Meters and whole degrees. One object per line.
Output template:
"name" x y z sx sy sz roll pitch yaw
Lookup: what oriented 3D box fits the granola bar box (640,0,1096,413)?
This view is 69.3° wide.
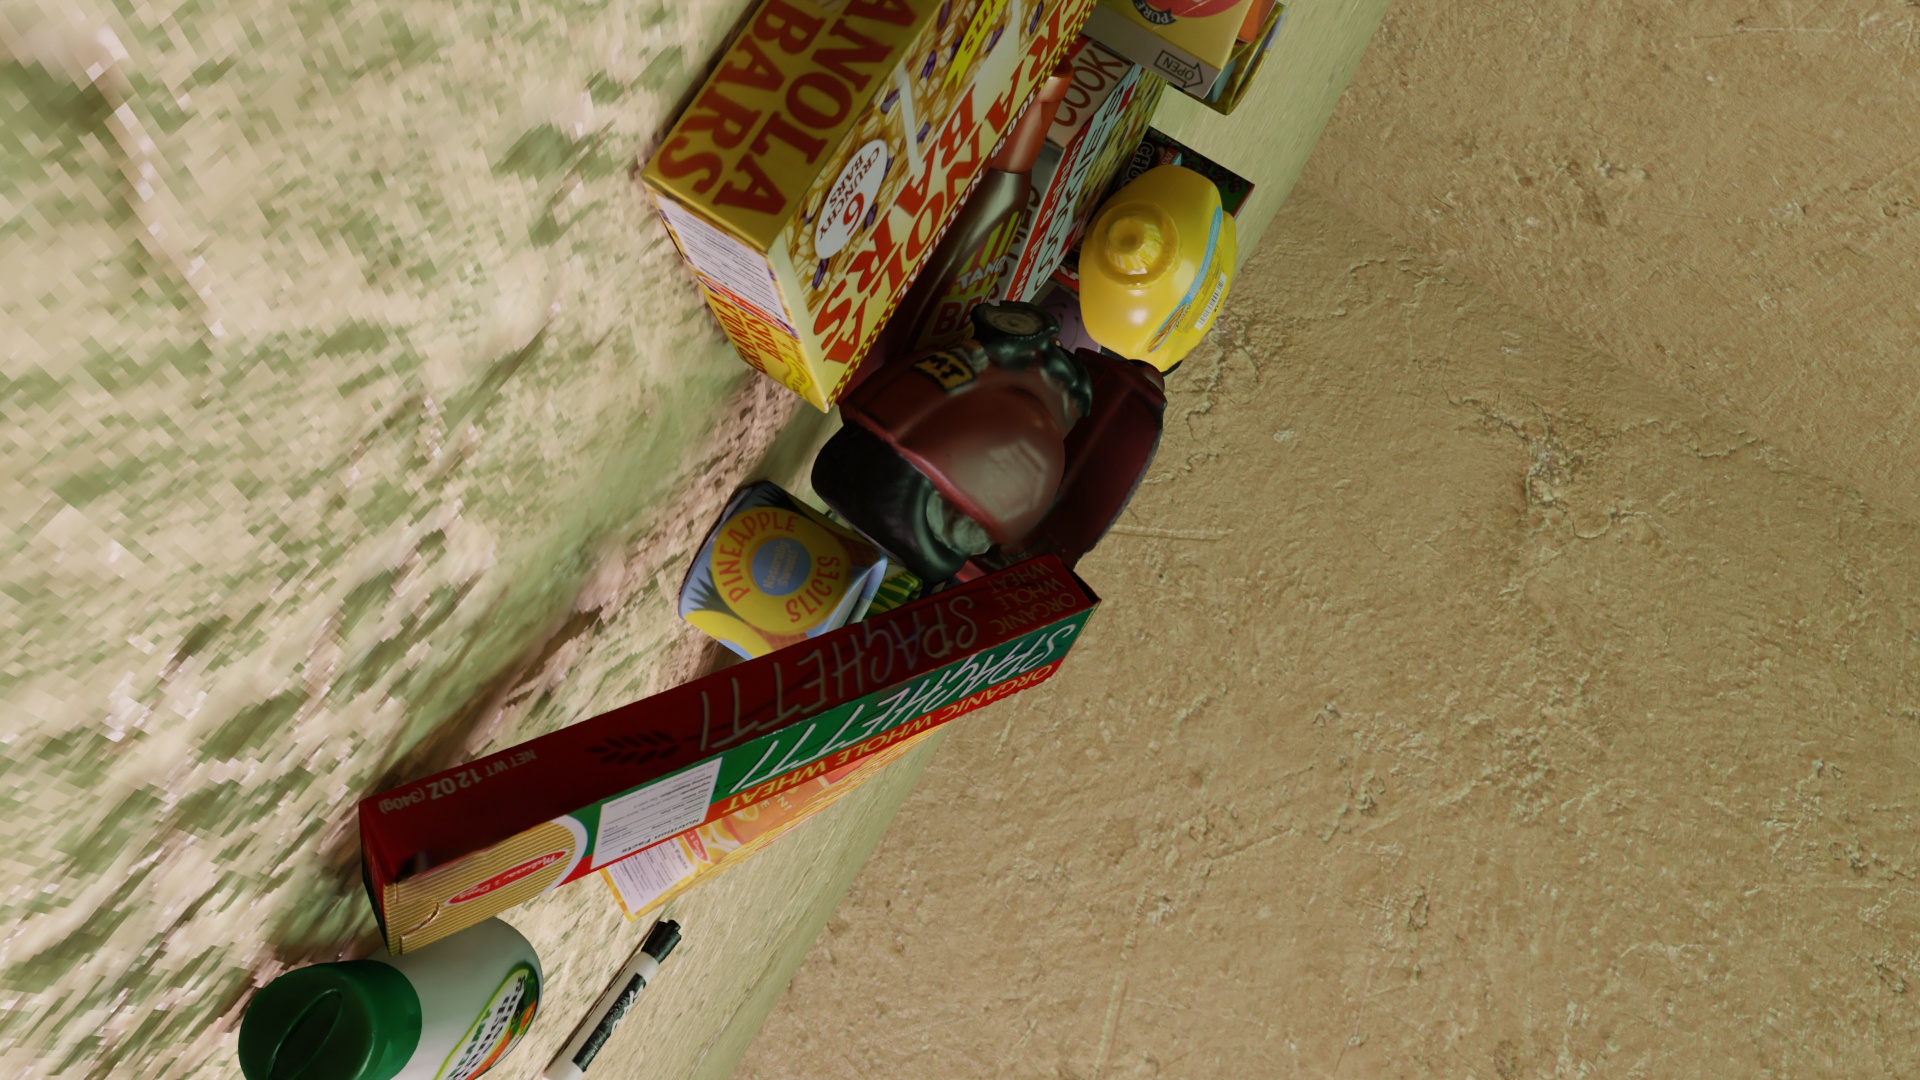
"granola bar box" -0.015 -0.129 0.386 0.166 0.039 0.124 -58 173 -10

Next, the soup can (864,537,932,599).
"soup can" -0.005 0.018 0.788 0.071 0.084 0.071 -25 130 -33

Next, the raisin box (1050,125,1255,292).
"raisin box" 0.119 -0.196 0.871 0.124 0.086 0.040 -55 174 -30

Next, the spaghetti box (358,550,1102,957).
"spaghetti box" -0.062 0.060 0.447 0.251 0.029 0.049 -19 150 -33

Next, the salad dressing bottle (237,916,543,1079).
"salad dressing bottle" -0.173 0.149 0.434 0.064 0.044 0.147 -56 173 -12

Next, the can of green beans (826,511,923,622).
"can of green beans" -0.059 0.032 0.693 0.071 0.058 0.071 -58 173 -11

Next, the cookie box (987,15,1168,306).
"cookie box" 0.045 -0.175 0.620 0.168 0.040 0.122 -55 173 -38

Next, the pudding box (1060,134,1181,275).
"pudding box" 0.085 -0.192 0.793 0.083 0.050 0.030 -59 172 -2

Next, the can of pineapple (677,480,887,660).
"can of pineapple" -0.070 0.018 0.552 0.071 0.058 0.071 -57 173 -11

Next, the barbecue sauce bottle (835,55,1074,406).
"barbecue sauce bottle" -0.004 -0.114 0.514 0.065 0.044 0.147 -37 158 -51

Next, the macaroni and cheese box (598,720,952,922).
"macaroni and cheese box" -0.074 0.105 0.646 0.166 0.040 0.124 -38 170 28

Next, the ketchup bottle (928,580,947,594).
"ketchup bottle" 0.003 -0.009 0.715 0.064 0.043 0.149 110 -21 -65

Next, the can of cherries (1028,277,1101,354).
"can of cherries" 0.038 -0.100 0.763 0.059 0.071 0.071 -53 171 -40

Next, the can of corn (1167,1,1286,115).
"can of corn" 0.138 -0.276 0.770 0.071 0.058 0.071 -58 173 -11

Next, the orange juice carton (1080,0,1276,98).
"orange juice carton" 0.117 -0.276 0.559 0.192 0.072 0.073 -59 173 1

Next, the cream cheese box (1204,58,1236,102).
"cream cheese box" 0.113 -0.258 0.690 0.024 0.053 0.104 -61 173 -1
